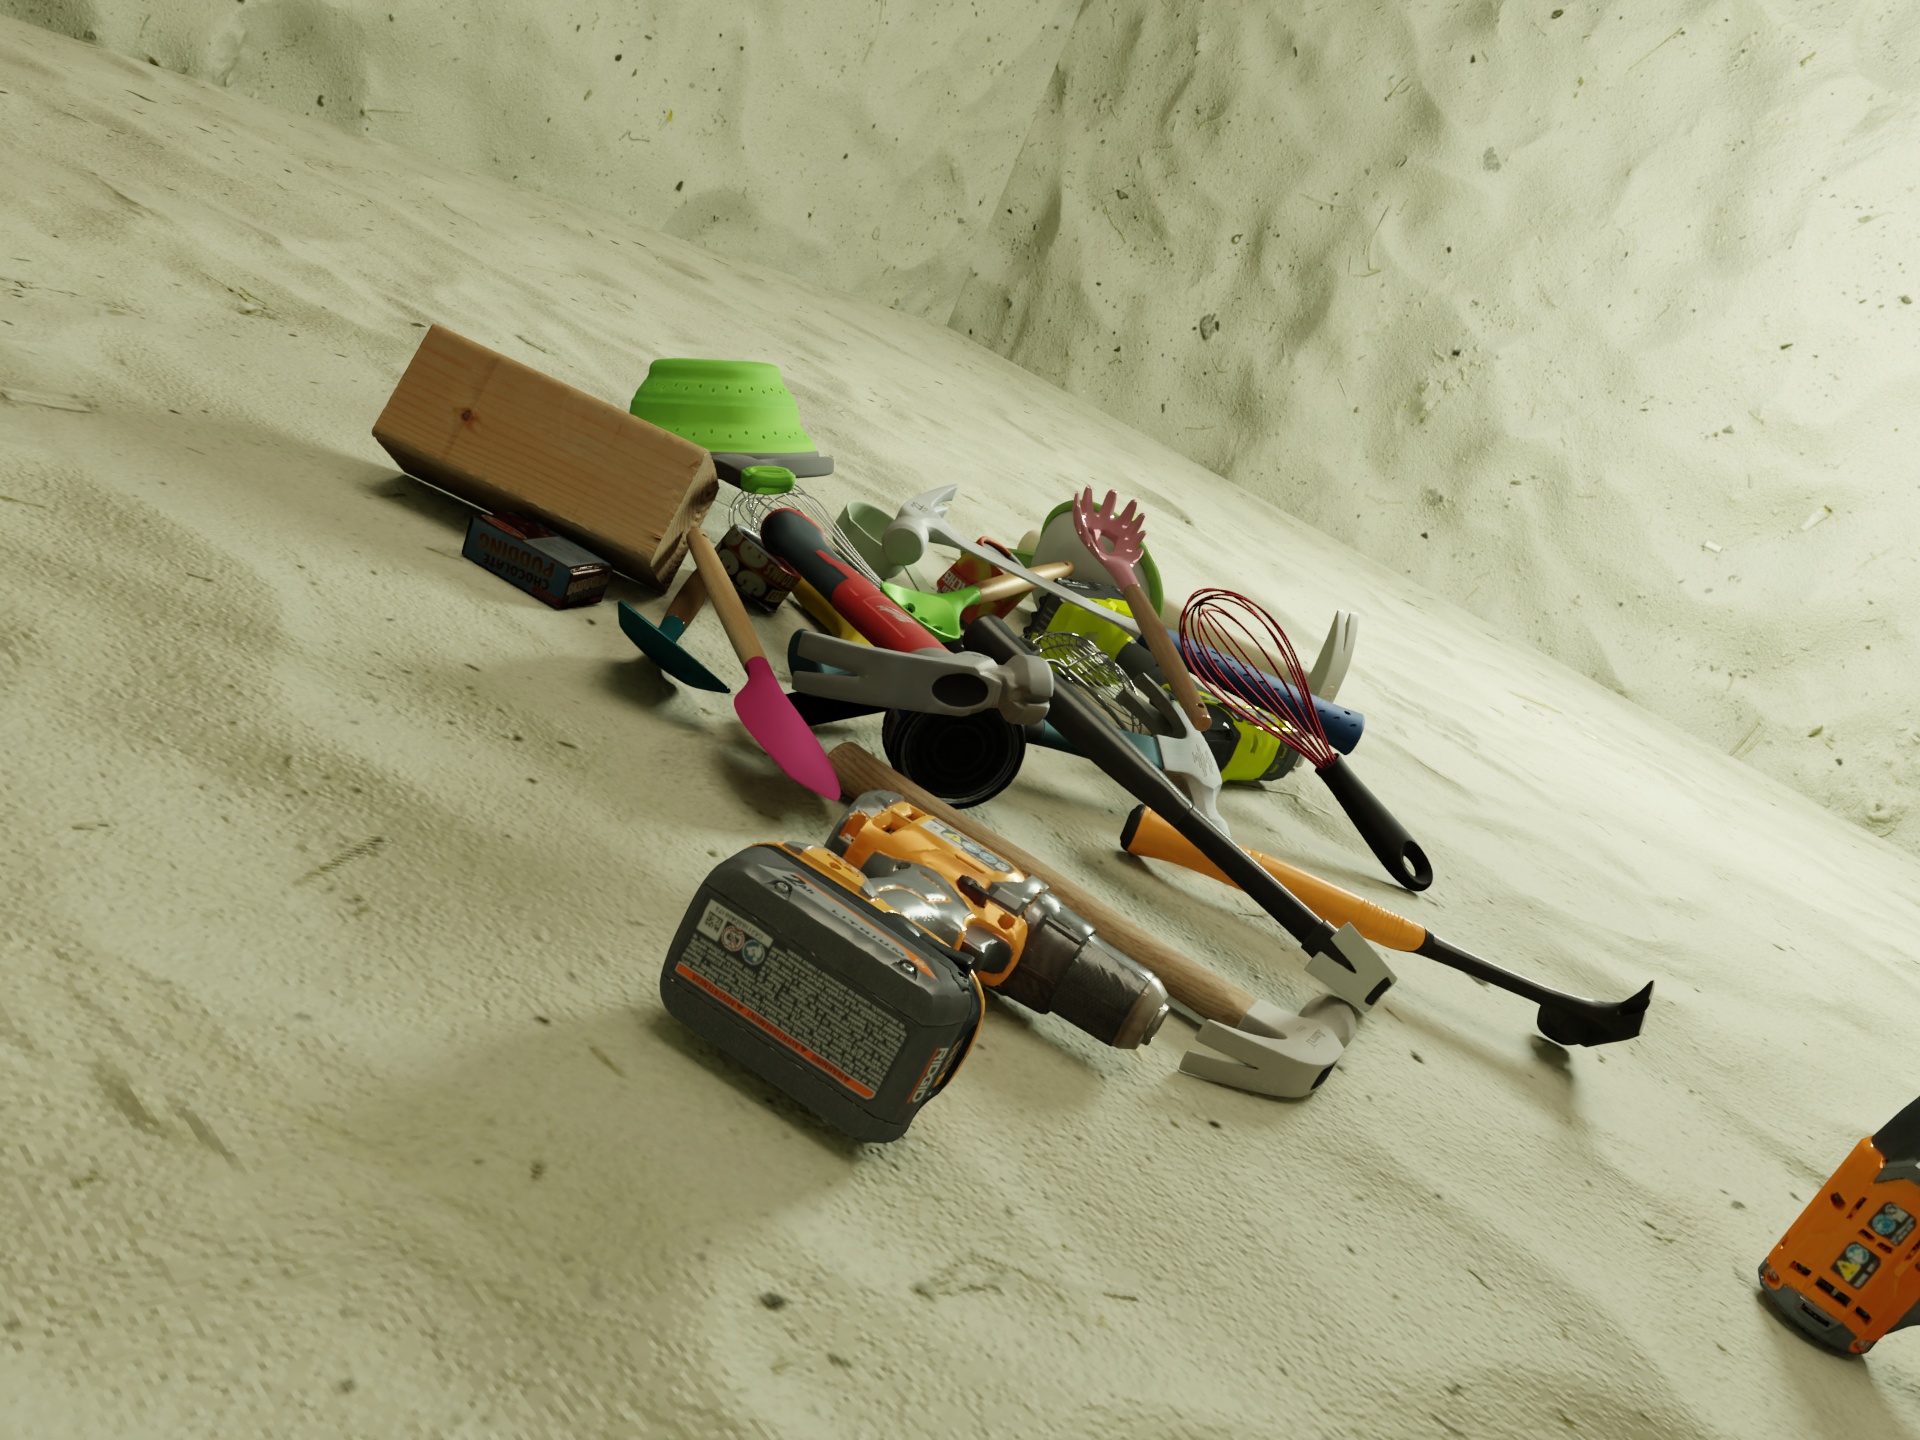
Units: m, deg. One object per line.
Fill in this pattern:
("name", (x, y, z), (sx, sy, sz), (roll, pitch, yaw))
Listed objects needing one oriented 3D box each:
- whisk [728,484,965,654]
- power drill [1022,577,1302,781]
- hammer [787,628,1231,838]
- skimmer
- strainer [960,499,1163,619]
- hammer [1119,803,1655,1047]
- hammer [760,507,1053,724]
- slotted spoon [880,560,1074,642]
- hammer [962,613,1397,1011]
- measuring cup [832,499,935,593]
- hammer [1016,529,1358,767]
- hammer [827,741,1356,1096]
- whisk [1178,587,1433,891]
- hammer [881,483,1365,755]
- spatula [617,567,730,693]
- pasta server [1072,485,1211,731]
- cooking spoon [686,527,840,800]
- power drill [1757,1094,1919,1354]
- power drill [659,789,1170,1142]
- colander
("whisk", (-0.079, -0.109, 1.279), (0.285, 0.070, 0.070), (38, 21, 21))
("power drill", (0.159, -0.029, 1.325), (0.171, 0.080, 0.223), (4, 30, -48))
("hammer", (0.038, 0.001, 1.049), (0.330, 0.033, 0.128), (16, 48, -30))
("skimmer", (-0.002, -0.004, 1.115), (0.363, 0.090, 0.127), (-12, 40, -46))
("strainer", (0.075, -0.134, 1.513), (0.069, 0.151, 0.256), (-35, 33, -33))
("hammer", (0.263, 0.128, 1.015), (0.337, 0.034, 0.127), (22, -15, 4))
("hammer", (-0.081, -0.080, 0.998), (0.143, 0.038, 0.387), (7, 16, -24))
("slotted spoon", (0.023, -0.103, 1.289), (0.070, 0.031, 0.314), (40, 27, 15))
("hammer", (0.124, 0.048, 0.959), (0.335, 0.035, 0.146), (43, 3, 20))
("measuring cup", (-0.057, -0.126, 1.399), (0.083, 0.038, 0.168), (7, 41, -50))
("hammer", (0.199, -0.109, 1.529), (0.038, 0.146, 0.411), (6, 21, -44))
("hammer", (0.058, 0.103, 0.882), (0.331, 0.031, 0.130), (31, 18, 20))
("whisk", (0.268, 0.017, 1.212), (0.295, 0.073, 0.073), (50, 16, -8))
("hammer", (0.134, -0.079, 1.271), (0.405, 0.035, 0.144), (26, 26, -2))
("spatula", (-0.180, -0.076, 1.062), (0.082, 0.044, 0.318), (39, 13, -13))
("pasta server", (0.141, -0.091, 1.215), (0.060, 0.040, 0.317), (6, 32, -16))
("cooking spoon", (-0.131, -0.046, 0.978), (0.068, 0.017, 0.319), (32, 15, -35))
("power drill", (0.540, 0.288, 0.775), (0.227, 0.164, 0.084), (36, 20, 27))
("power drill", (-0.008, 0.109, 0.709), (0.185, 0.084, 0.226), (31, 14, 14))
("colander", (-0.185, -0.241, 1.277), (0.204, 0.094, 0.397), (-1, 13, -17))
